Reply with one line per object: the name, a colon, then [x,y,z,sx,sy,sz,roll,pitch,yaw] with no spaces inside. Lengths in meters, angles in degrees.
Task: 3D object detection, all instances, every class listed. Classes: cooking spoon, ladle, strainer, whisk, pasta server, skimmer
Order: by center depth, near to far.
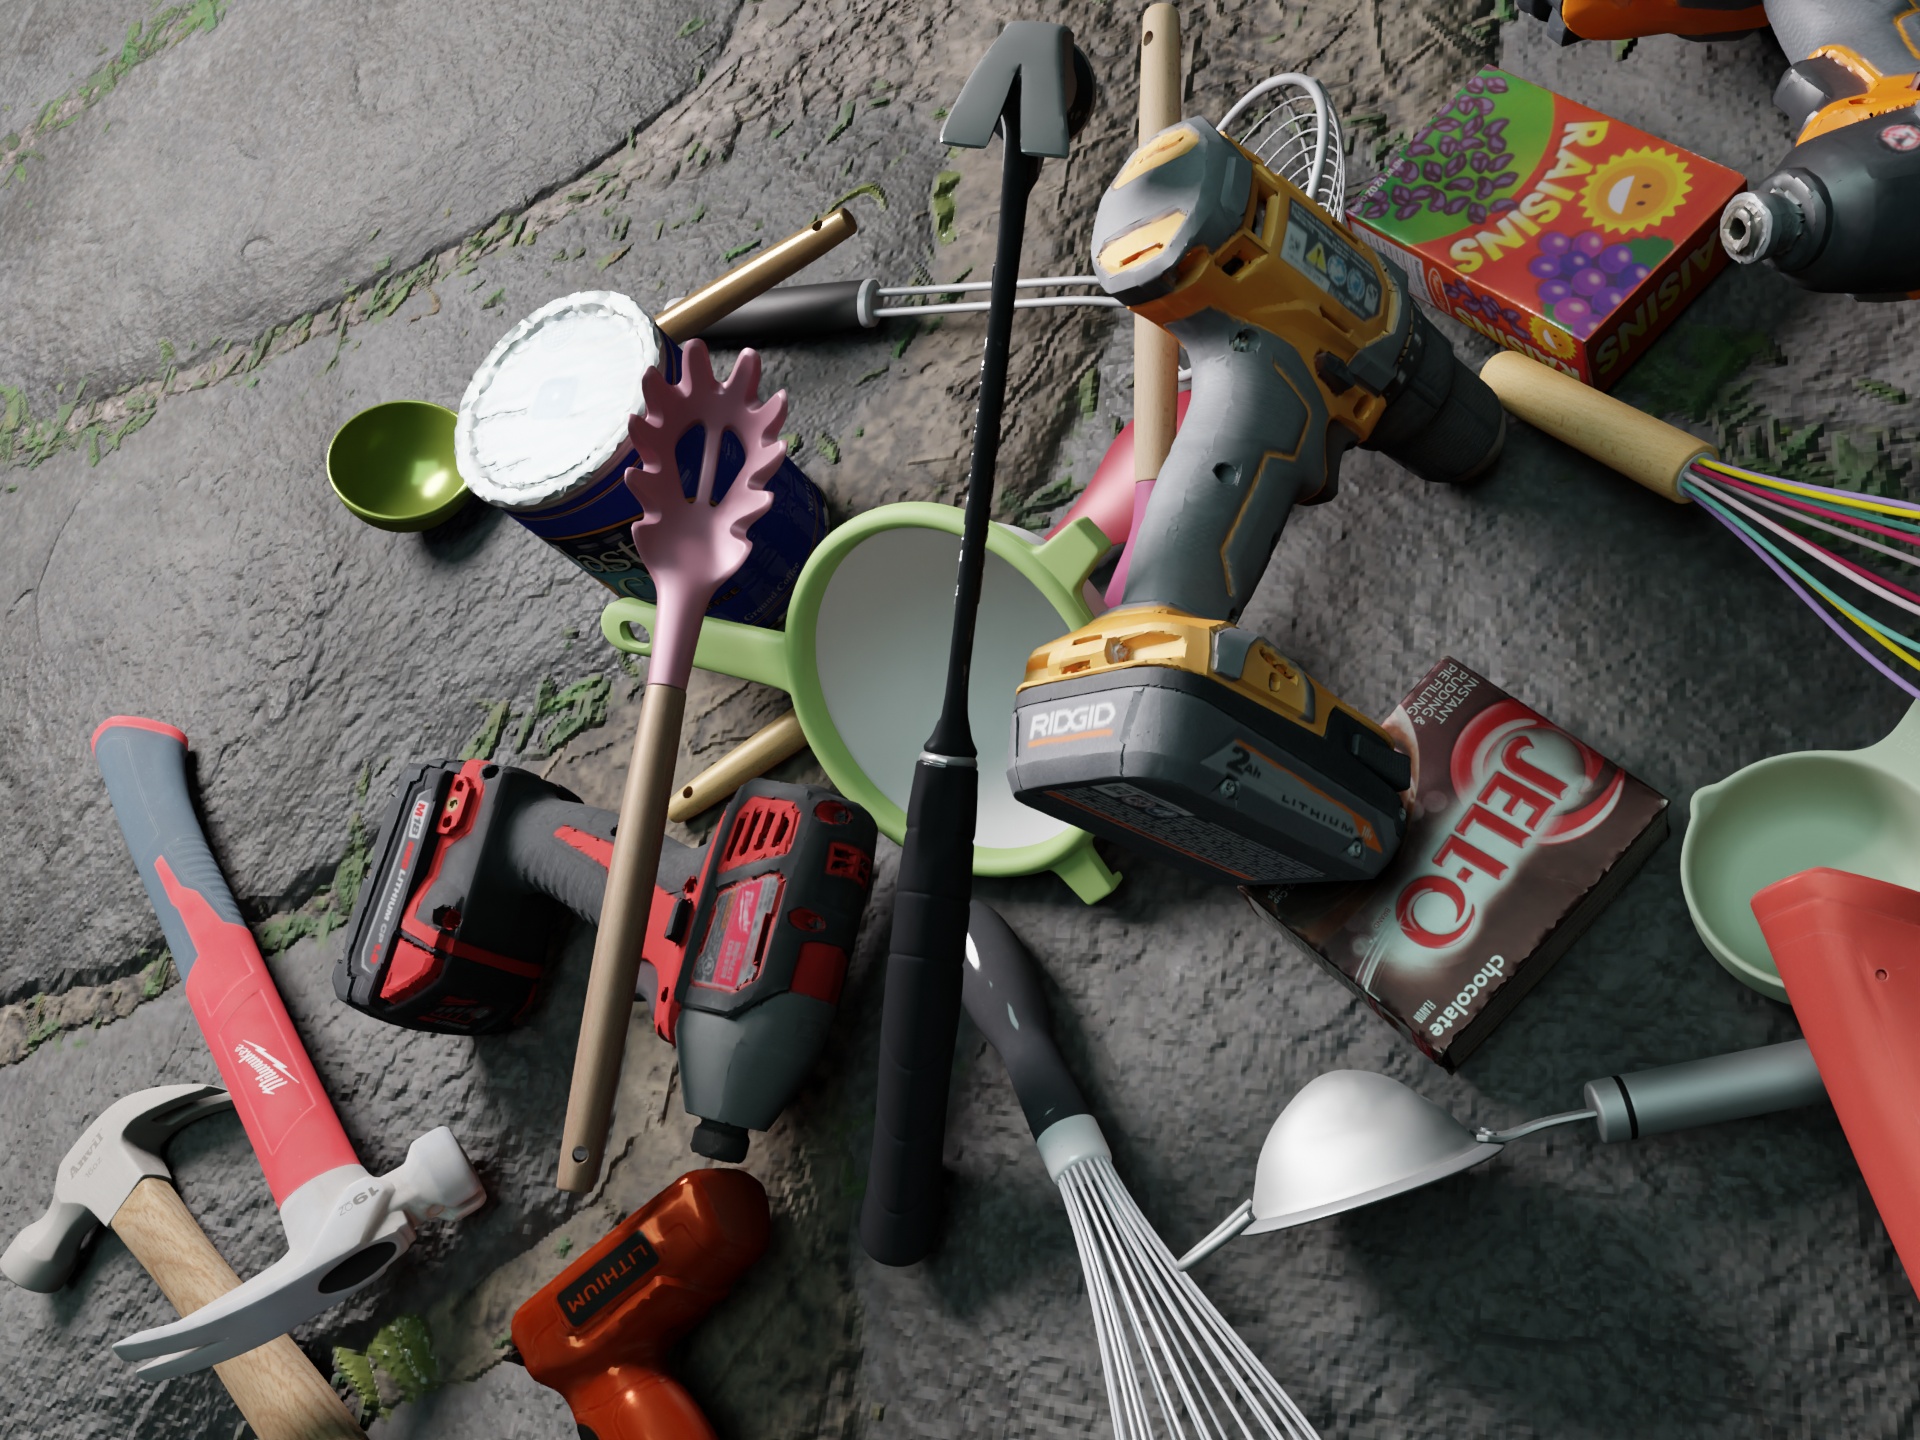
strainer: [0.186,0.117,0.478,0.258,0.086,0.050,-14,79,8]
whisk: [0.259,-0.075,0.519,0.051,0.047,0.245,-41,41,1]
whisk: [0.051,0.171,0.529,0.070,0.070,0.285,-34,52,10]
pasta server: [-0.114,0.013,0.591,0.060,0.040,0.316,9,78,-6]
cooking spoon: [0.075,-0.116,0.608,0.069,0.017,0.319,-3,85,59]
strainer: [-0.034,-0.029,0.643,0.256,0.151,0.069,13,30,32]
ladle: [-0.001,-0.044,0.674,0.315,0.031,0.069,-34,59,12]
skimmer: [-0.003,-0.206,0.710,0.363,0.090,0.127,4,75,29]
ladle: [-0.190,-0.178,0.791,0.320,0.062,0.078,-23,61,26]

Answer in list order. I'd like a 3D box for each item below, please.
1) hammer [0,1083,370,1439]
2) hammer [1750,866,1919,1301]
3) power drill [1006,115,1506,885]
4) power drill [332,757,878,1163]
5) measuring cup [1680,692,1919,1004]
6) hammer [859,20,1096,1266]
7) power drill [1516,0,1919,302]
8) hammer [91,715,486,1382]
hammer: [-0.298,0.270,0.676,0.332,0.031,0.130,29,83,34]
hammer: [0.272,0.209,0.383,0.149,0.036,0.359,-22,66,16]
power drill: [0.112,-0.061,0.533,0.084,0.185,0.226,-11,62,50]
power drill: [-0.142,0.090,0.645,0.220,0.078,0.143,4,73,30]
measuring cup: [0.291,0.017,0.488,0.167,0.038,0.083,-49,55,-4]
hammer: [-0.001,-0.002,0.504,0.036,0.149,0.408,8,110,3]
power drill: [0.288,-0.232,0.548,0.164,0.084,0.227,-13,57,-14]
hammer: [-0.364,0.122,0.750,0.143,0.038,0.387,-28,48,-22]
